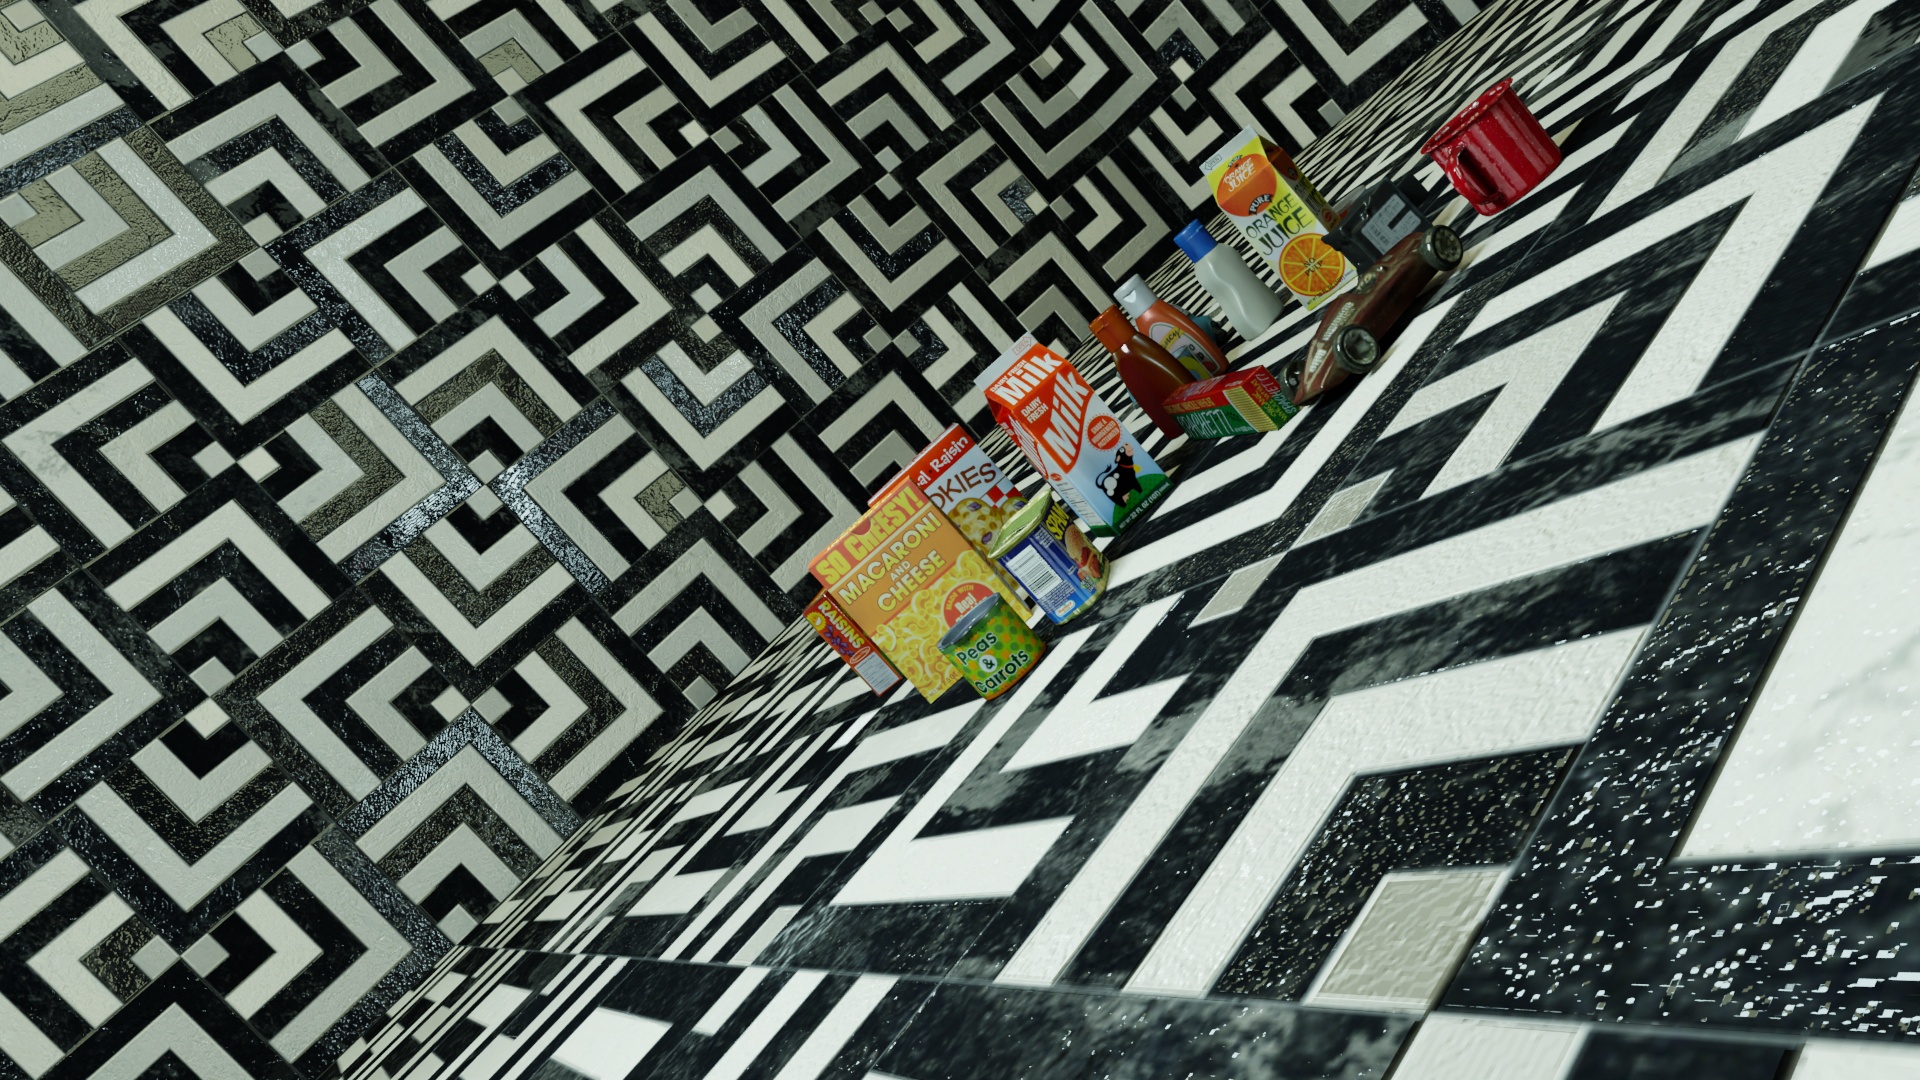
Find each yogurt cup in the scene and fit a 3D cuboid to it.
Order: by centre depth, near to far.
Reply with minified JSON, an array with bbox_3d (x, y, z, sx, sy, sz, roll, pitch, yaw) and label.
[{"bbox_3d":[0.447,-0.361,1.576,0.072,0.054,0.072,-41,6,6],"label":"yogurt cup"}]

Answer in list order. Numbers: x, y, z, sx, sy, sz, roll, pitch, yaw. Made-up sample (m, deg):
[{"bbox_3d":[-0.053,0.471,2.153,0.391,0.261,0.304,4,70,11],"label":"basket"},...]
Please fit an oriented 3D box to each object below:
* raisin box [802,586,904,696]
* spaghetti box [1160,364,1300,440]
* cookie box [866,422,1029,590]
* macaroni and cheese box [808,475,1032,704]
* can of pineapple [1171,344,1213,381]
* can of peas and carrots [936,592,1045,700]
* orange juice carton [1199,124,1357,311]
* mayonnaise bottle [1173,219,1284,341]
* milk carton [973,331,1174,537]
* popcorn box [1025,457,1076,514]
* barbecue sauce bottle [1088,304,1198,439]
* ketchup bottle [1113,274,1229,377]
[{"bbox_3d":[-0.106,0.098,1.501,0.040,0.123,0.086,-40,6,23],"label":"raisin box"},{"bbox_3d":[0.235,-0.120,1.242,0.029,0.050,0.250,-42,6,-4],"label":"spaghetti box"},{"bbox_3d":[0.005,-0.018,1.410,0.123,0.167,0.040,-42,6,-3],"label":"cookie box"},{"bbox_3d":[-0.036,0.043,1.248,0.123,0.166,0.040,-42,6,3],"label":"macaroni and cheese box"},{"bbox_3d":[0.240,-0.171,1.525,0.071,0.058,0.071,-41,6,6],"label":"can of pineapple"},{"bbox_3d":[0.025,0.084,1.095,0.071,0.058,0.071,-41,6,6],"label":"can of peas and carrots"},{"bbox_3d":[0.342,-0.346,1.477,0.071,0.192,0.073,-38,7,34],"label":"orange juice carton"},{"bbox_3d":[0.307,-0.304,1.604,0.065,0.148,0.041,-45,7,-30],"label":"mayonnaise bottle"},{"bbox_3d":[0.099,-0.096,1.266,0.072,0.190,0.073,-43,6,-9],"label":"milk carton"},{"bbox_3d":[0.124,-0.073,1.442,0.038,0.085,0.126,-43,6,-12],"label":"popcorn box"},{"bbox_3d":[0.193,-0.177,1.433,0.064,0.148,0.044,-36,8,44],"label":"barbecue sauce bottle"},{"bbox_3d":[0.235,-0.234,1.569,0.064,0.148,0.044,-39,7,28],"label":"ketchup bottle"}]
